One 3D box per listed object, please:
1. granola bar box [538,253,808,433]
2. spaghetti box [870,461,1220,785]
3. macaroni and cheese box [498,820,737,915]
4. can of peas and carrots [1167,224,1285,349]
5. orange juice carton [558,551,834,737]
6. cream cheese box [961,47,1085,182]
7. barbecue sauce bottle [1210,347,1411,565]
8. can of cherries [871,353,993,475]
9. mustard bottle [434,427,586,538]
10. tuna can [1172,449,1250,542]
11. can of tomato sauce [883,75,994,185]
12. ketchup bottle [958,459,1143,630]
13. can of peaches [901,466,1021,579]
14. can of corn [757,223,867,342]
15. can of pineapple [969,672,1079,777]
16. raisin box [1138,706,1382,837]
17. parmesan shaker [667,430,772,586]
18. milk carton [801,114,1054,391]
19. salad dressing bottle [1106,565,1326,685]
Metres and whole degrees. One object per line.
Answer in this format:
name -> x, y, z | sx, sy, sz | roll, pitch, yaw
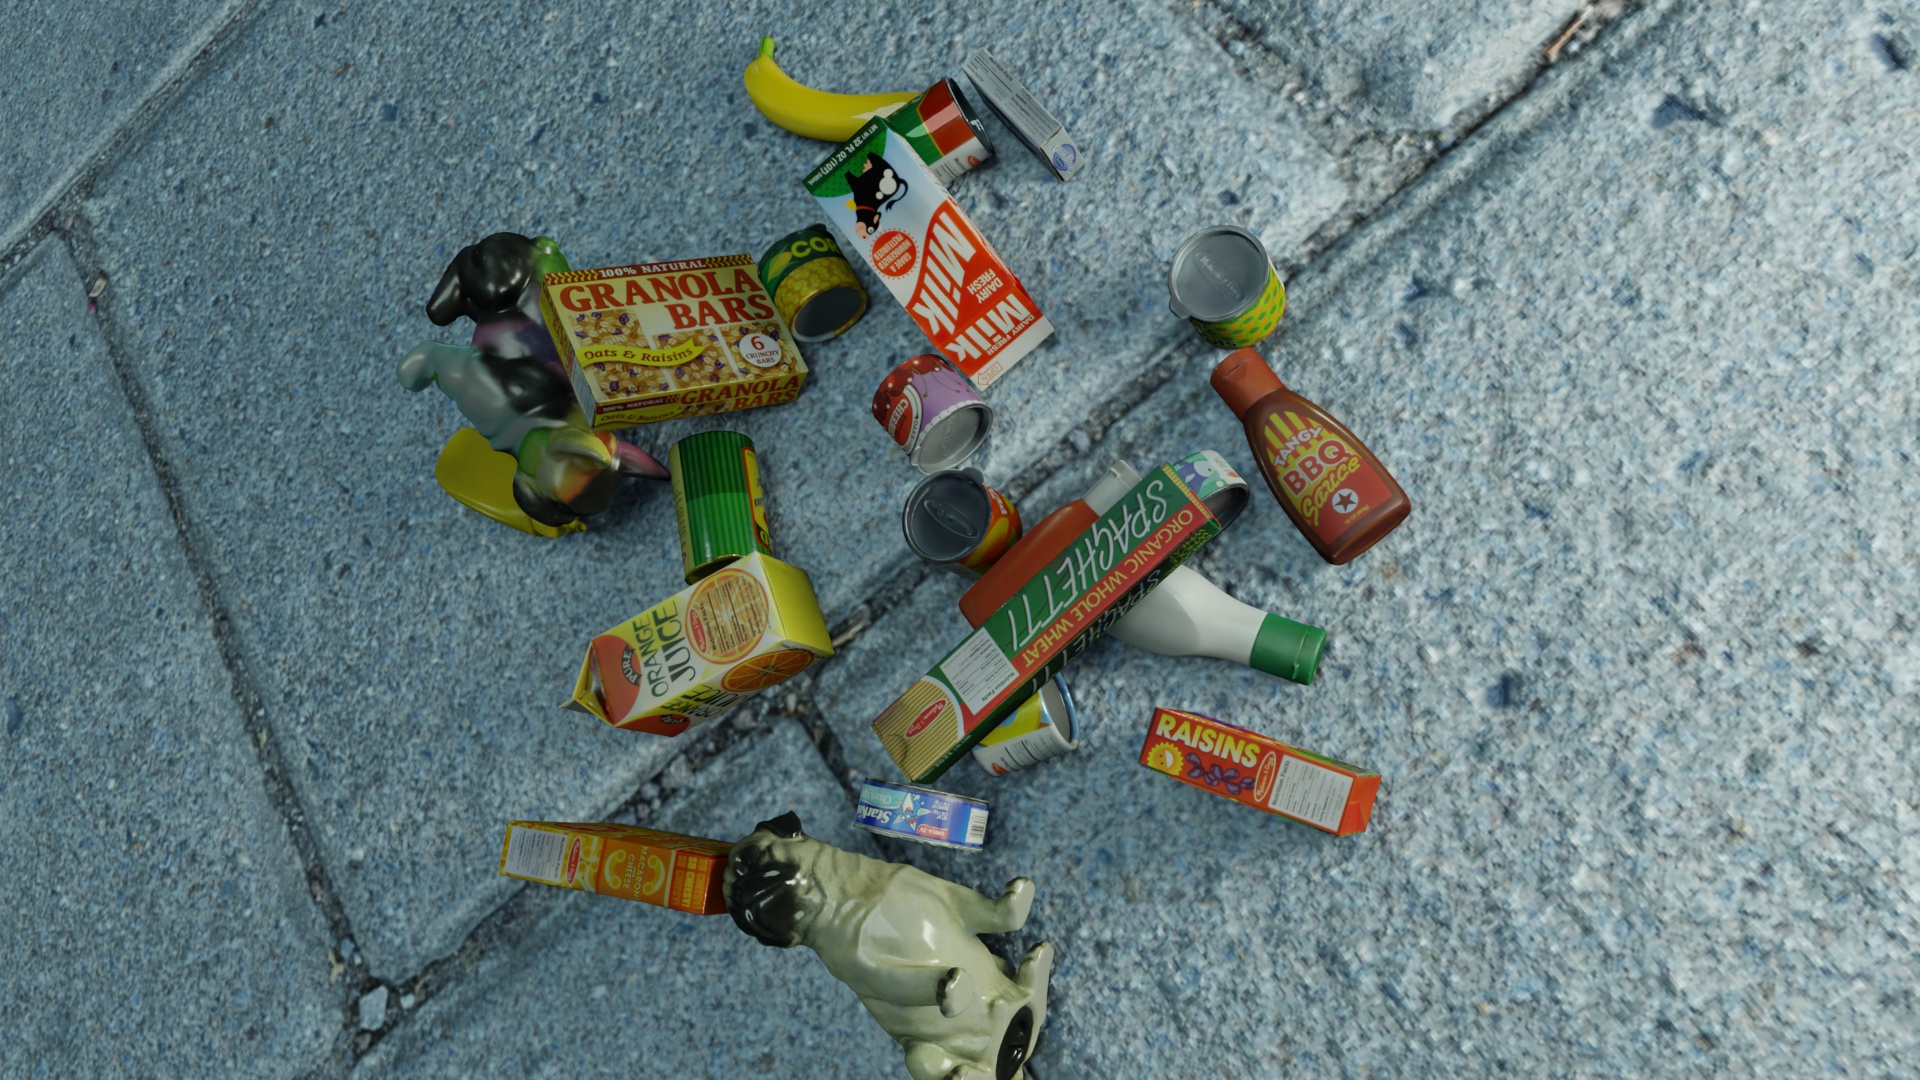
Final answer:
granola bar box -> -0.215, -0.151, 1.039 | 0.124, 0.166, 0.038 | 62, 146, 23
spaghetti box -> 0.051, 0.054, 0.857 | 0.249, 0.028, 0.050 | -42, 62, 9
macaroni and cheese box -> -0.209, 0.222, 0.954 | 0.166, 0.123, 0.040 | 3, 80, 24
can of peas and carrots -> 0.175, -0.164, 0.917 | 0.071, 0.058, 0.071 | -6, 75, 24
orange juice carton -> -0.197, 0.087, 1.012 | 0.192, 0.072, 0.073 | -28, 67, 15
cream cheese box -> 0.045, -0.311, 1.016 | 0.024, 0.053, 0.104 | -42, 64, 8
barbecue sauce bottle -> 0.215, -0.058, 0.880 | 0.065, 0.043, 0.149 | -39, 64, 12
can of cherries -> -0.022, -0.089, 0.979 | 0.071, 0.071, 0.058 | -45, 64, 8
mustard bottle -> -0.358, -0.038, 1.129 | 0.160, 0.048, 0.065 | 28, 86, 27
tuna can -> 0.147, -0.023, 0.889 | 0.071, 0.071, 0.033 | -41, 63, 10
can of tomato sauce -> -0.028, -0.297, 1.037 | 0.083, 0.071, 0.071 | -29, 67, 16
ketchup bottle -> 0.067, 0.010, 0.926 | 0.148, 0.043, 0.065 | -45, 35, 5
can of peaches -> 0.003, -0.012, 0.955 | 0.071, 0.058, 0.071 | -6, 74, 23
can of corn -> -0.110, -0.193, 1.047 | 0.071, 0.071, 0.058 | -36, 66, 12
can of pineapple -> 0.038, 0.112, 0.904 | 0.058, 0.071, 0.071 | -22, 69, 18
raisin box -> 0.178, 0.136, 0.823 | 0.123, 0.086, 0.040 | 17, 90, 27
parmesan shaker -> -0.178, -0.024, 1.033 | 0.071, 0.071, 0.103 | -19, 70, 19
milk carton -> -0.019, -0.201, 0.983 | 0.072, 0.073, 0.190 | -39, 95, 12
salad dressing bottle -> 0.153, 0.051, 0.875 | 0.148, 0.064, 0.044 | 19, 40, 20
